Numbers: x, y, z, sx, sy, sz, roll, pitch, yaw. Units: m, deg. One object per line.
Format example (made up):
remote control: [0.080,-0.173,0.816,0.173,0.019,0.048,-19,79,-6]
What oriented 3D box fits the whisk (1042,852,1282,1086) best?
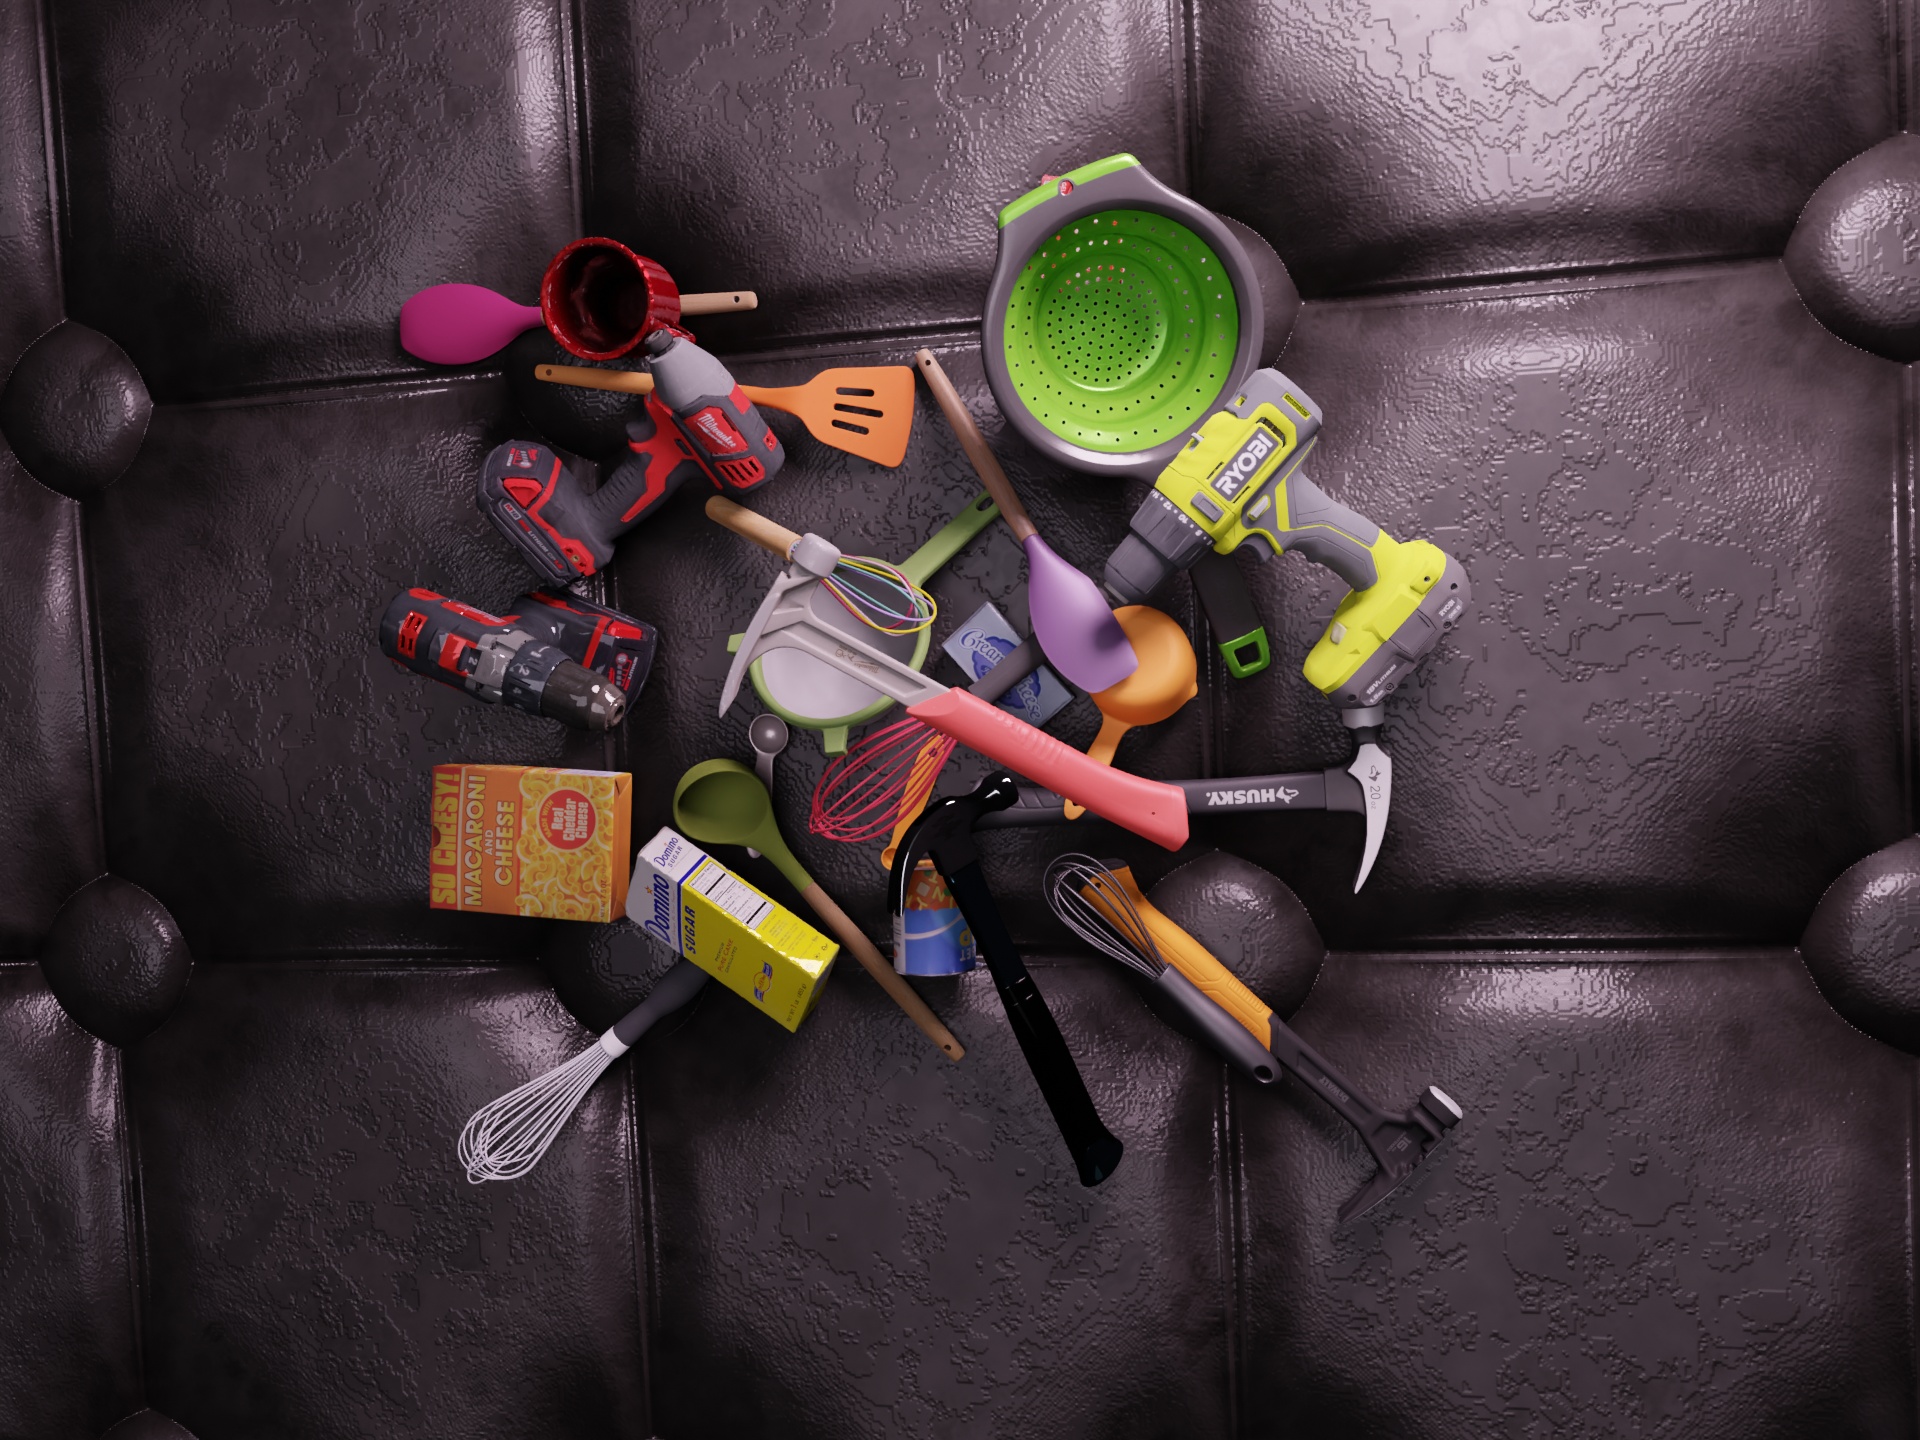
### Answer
whisk: [0.155,0.191,1.209,0.239,0.055,0.055,43,100,2]

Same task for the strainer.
strainer: [-0.049,-0.086,1.264,0.256,0.069,0.152,-43,60,-7]

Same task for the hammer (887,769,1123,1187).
hammer: [0.047,0.213,1.236,0.128,0.033,0.331,-28,101,-18]

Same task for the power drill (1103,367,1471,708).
power drill: [0.234,-0.113,1.152,0.228,0.080,0.190,38,100,-14]

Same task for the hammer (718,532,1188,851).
hammer: [0.006,0.010,1.175,0.359,0.037,0.149,28,100,-8]

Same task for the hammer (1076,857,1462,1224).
hammer: [0.219,0.235,1.237,0.337,0.034,0.127,42,99,7]

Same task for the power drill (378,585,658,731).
power drill: [-0.313,-0.045,1.229,0.188,0.226,0.080,22,98,10]

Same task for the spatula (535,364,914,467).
spatula: [-0.198,-0.267,1.300,0.322,0.041,0.081,10,96,15]

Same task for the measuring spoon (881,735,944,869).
measuring spoon: [-0.037,0.067,1.293,0.021,0.011,0.117,21,94,10]

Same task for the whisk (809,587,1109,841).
whisk: [-0.002,-0.004,1.229,0.296,0.073,0.073,-39,85,4]

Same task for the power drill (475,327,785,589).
power drill: [-0.265,-0.209,1.256,0.219,0.079,0.143,-26,125,15]

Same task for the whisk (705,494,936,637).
whisk: [-0.116,-0.124,1.241,0.245,0.051,0.047,30,83,31]

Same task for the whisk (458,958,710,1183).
whisk: [-0.314,0.291,1.341,0.284,0.070,0.070,-42,85,6]

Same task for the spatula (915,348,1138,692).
spatula: [0.039,-0.159,1.222,0.060,0.018,0.316,-28,74,1]

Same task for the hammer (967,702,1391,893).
hammer: [0.164,0.067,1.238,0.335,0.035,0.146,-4,92,12]

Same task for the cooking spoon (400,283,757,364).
cooking spoon: [-0.322,-0.338,1.321,0.319,0.017,0.069,-1,90,12]

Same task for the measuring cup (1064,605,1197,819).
measuring cup: [0.116,-0.007,1.212,0.095,0.052,0.173,24,82,18]

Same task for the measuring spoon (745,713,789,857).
measuring spoon: [-0.162,0.054,1.316,0.034,0.018,0.124,12,102,14]

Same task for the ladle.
ladle: [-0.110,0.158,1.283,0.078,0.062,0.320,-42,90,17]

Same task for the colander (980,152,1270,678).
colander: [0.145,-0.218,1.199,0.204,0.095,0.396,-24,109,4]
